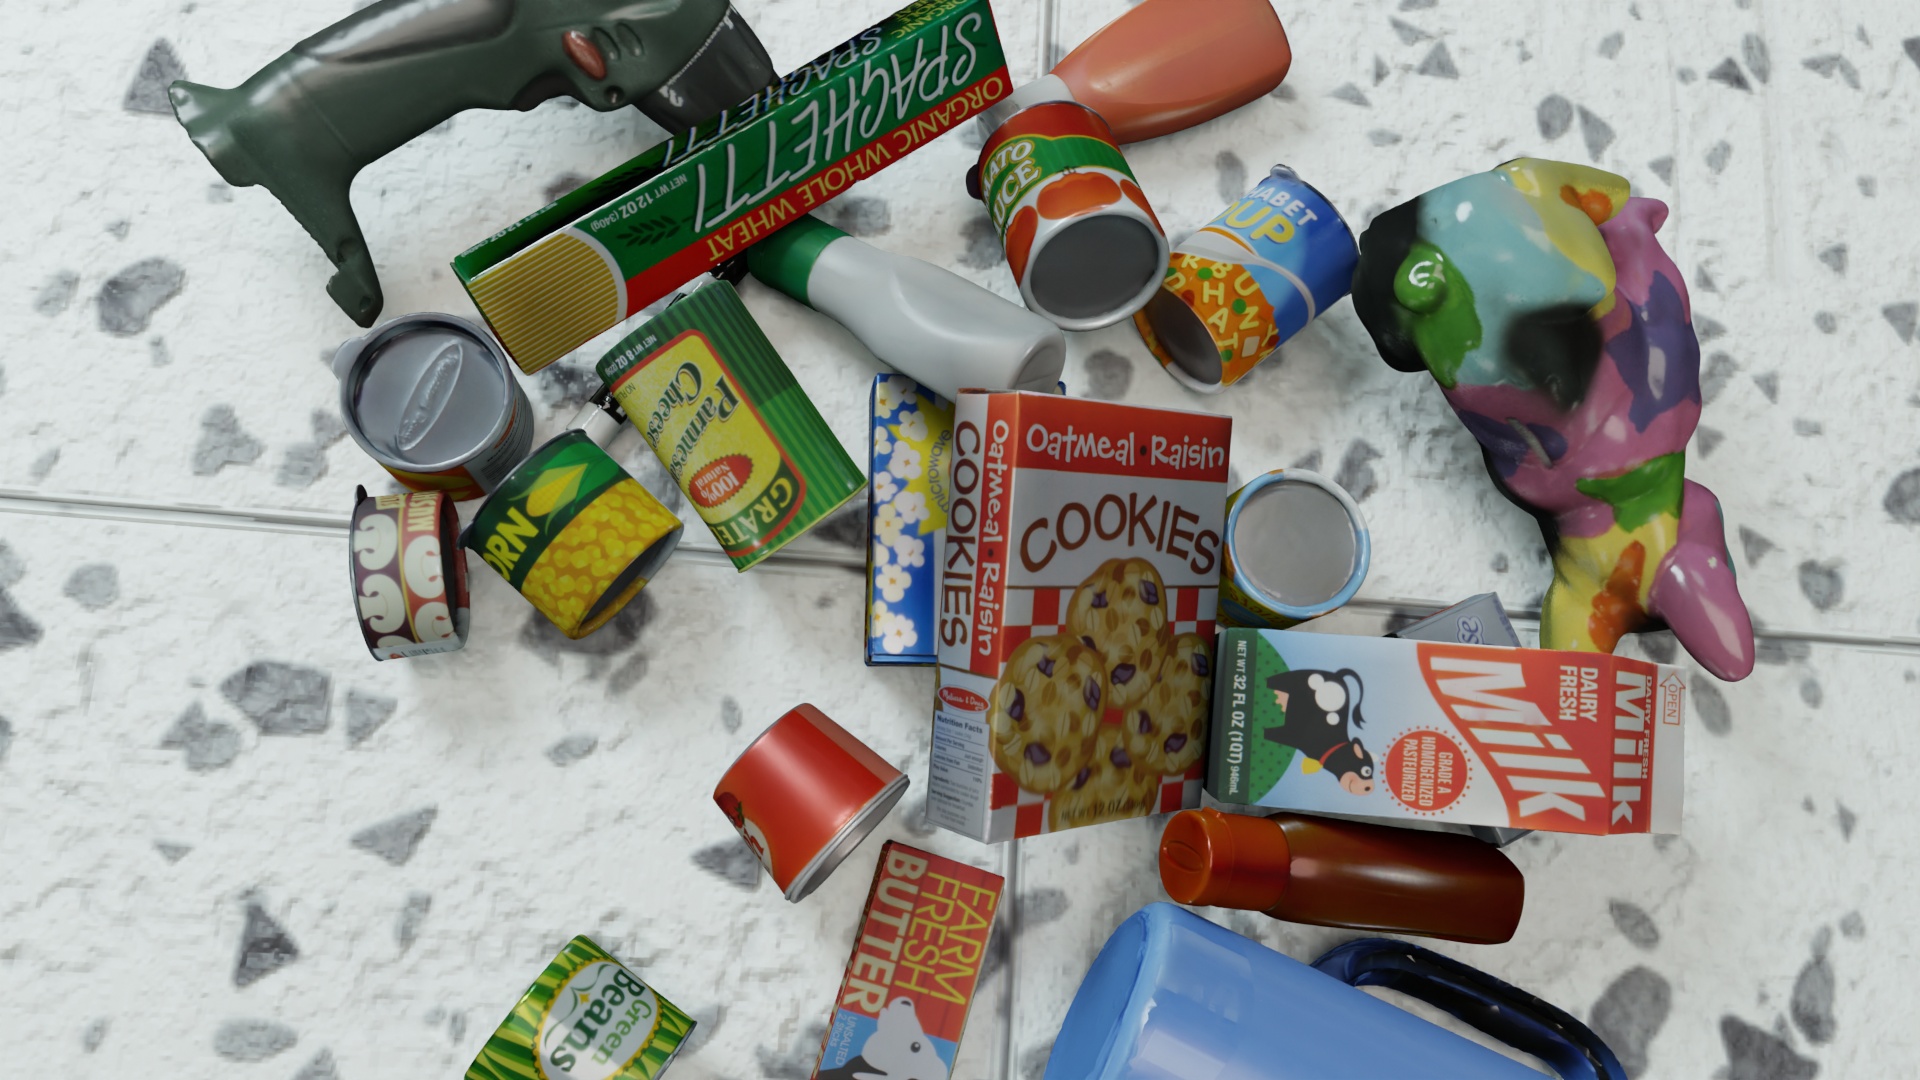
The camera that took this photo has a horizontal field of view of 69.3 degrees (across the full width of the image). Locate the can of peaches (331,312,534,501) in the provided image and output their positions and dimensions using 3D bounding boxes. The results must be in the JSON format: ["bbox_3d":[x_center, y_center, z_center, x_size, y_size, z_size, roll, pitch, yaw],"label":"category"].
[{"bbox_3d":[-0.215,-0.054,0.572,0.071,0.058,0.071,2,78,-7],"label":"can of peaches"}]

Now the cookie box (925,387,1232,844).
[{"bbox_3d":[0.049,0.027,0.554,0.123,0.040,0.167,2,93,-41],"label":"cookie box"}]

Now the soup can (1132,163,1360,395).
[{"bbox_3d":[0.127,-0.118,0.630,0.084,0.071,0.071,-38,86,-14],"label":"soup can"}]

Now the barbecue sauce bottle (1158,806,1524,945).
[{"bbox_3d":[0.152,0.135,0.564,0.149,0.065,0.043,12,89,-23],"label":"barbecue sauce bottle"}]

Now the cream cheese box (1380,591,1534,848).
[{"bbox_3d":[0.238,0.080,0.627,0.053,0.024,0.104,-22,82,-11],"label":"cream cheese box"}]

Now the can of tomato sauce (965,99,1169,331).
[{"bbox_3d":[0.046,-0.142,0.608,0.071,0.070,0.083,-8,48,-10],"label":"can of tomato sauce"}]

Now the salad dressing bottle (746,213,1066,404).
[{"bbox_3d":[-0.026,-0.099,0.591,0.148,0.043,0.064,31,31,25],"label":"salad dressing bottle"}]

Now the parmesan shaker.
[{"bbox_3d":[-0.096,-0.046,0.575,0.071,0.071,0.103,-37,97,-14],"label":"parmesan shaker"}]

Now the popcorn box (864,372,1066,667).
[{"bbox_3d":[0.002,-0.008,0.604,0.085,0.038,0.127,2,77,-9],"label":"popcorn box"}]

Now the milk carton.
[{"bbox_3d":[0.201,0.079,0.575,0.191,0.073,0.072,5,84,5],"label":"milk carton"}]

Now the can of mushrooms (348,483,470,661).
[{"bbox_3d":[-0.218,0.011,0.552,0.033,0.071,0.071,-6,79,-10],"label":"can of mushrooms"}]

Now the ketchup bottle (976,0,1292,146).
[{"bbox_3d":[0.080,-0.217,0.658,0.149,0.043,0.065,-27,82,-13],"label":"ketchup bottle"}]

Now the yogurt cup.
[{"bbox_3d":[-0.062,0.103,0.559,0.054,0.072,0.072,43,76,10],"label":"yogurt cup"}]

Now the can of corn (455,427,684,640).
[{"bbox_3d":[-0.157,-0.001,0.563,0.058,0.071,0.071,42,76,1],"label":"can of corn"}]

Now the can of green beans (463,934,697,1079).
[{"bbox_3d":[-0.143,0.193,0.525,0.058,0.071,0.071,38,76,1],"label":"can of green beans"}]

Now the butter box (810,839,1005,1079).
[{"bbox_3d":[-0.021,0.180,0.567,0.053,0.024,0.104,18,76,-5],"label":"butter box"}]

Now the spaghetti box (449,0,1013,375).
[{"bbox_3d":[-0.089,-0.155,0.582,0.250,0.050,0.029,-33,44,-11],"label":"spaghetti box"}]

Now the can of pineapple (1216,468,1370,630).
[{"bbox_3d":[0.137,0.007,0.611,0.071,0.057,0.071,2,78,-8],"label":"can of pineapple"}]
